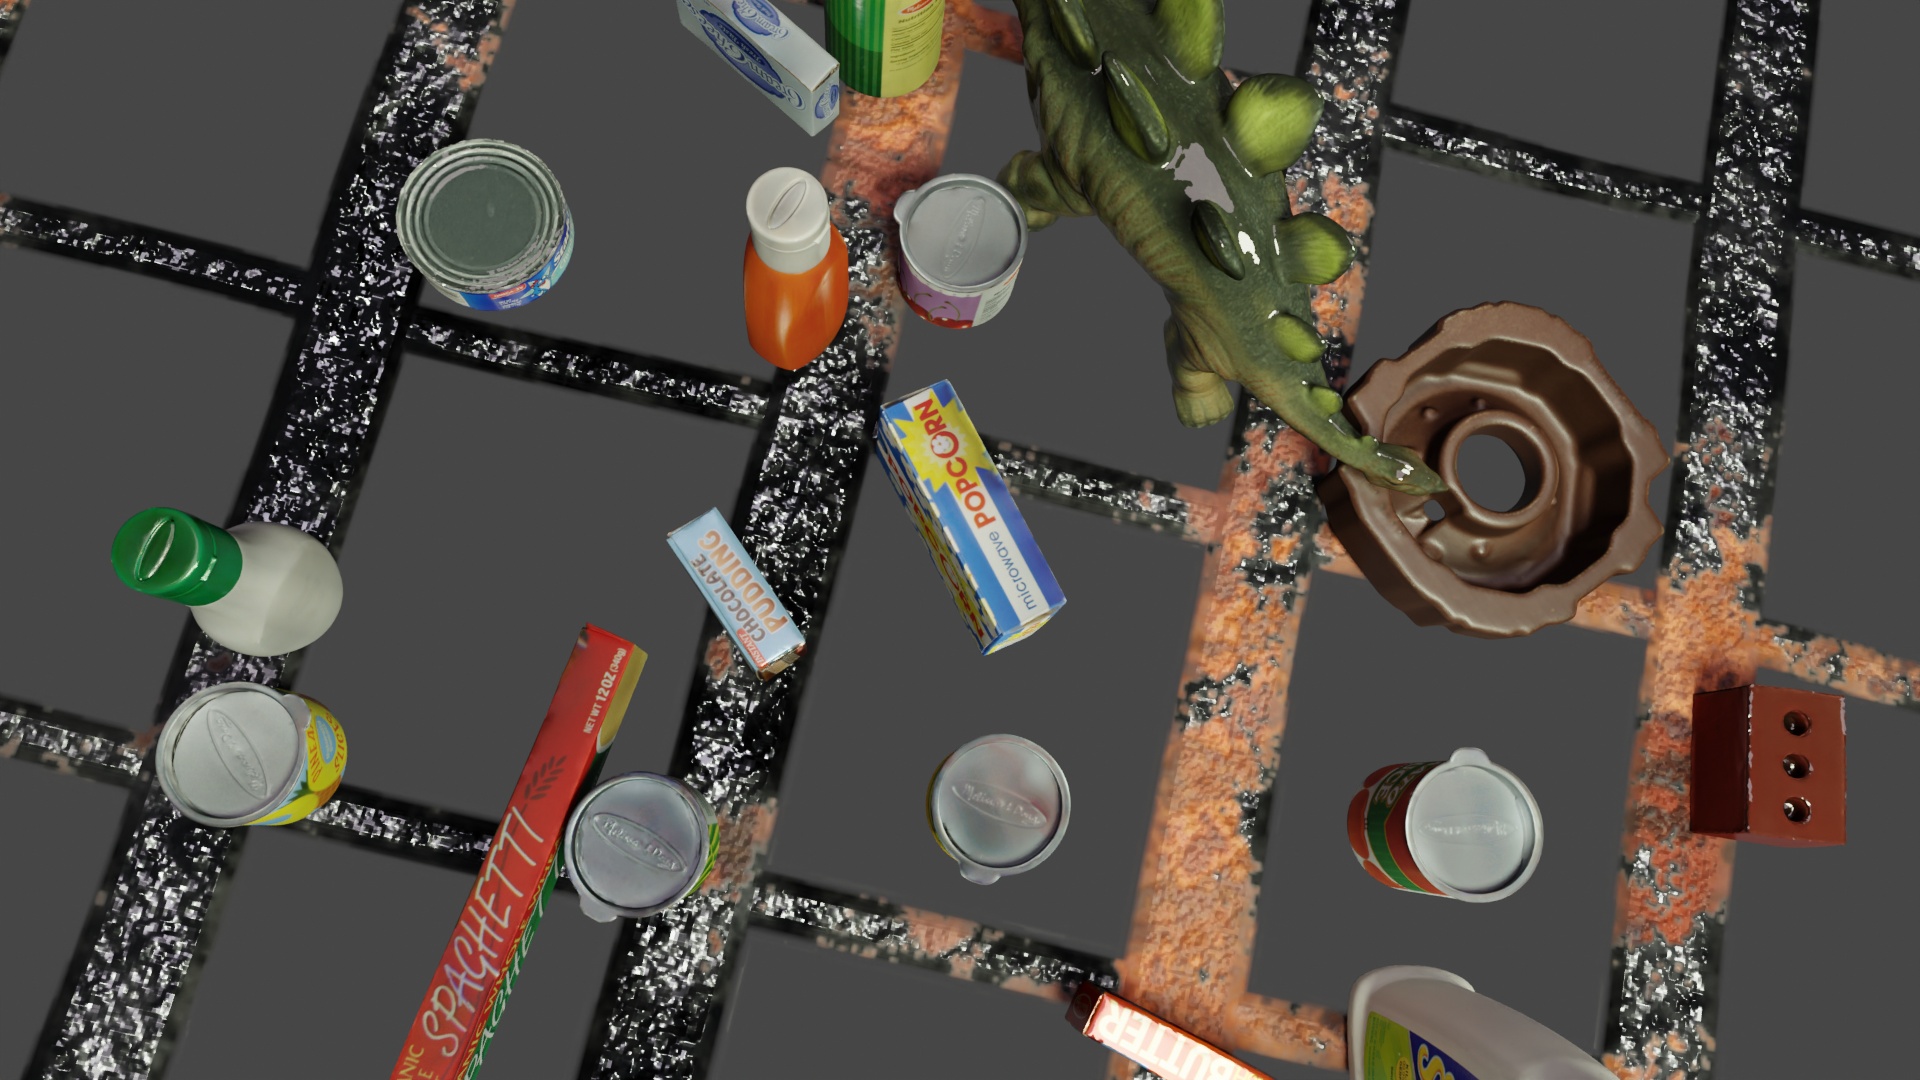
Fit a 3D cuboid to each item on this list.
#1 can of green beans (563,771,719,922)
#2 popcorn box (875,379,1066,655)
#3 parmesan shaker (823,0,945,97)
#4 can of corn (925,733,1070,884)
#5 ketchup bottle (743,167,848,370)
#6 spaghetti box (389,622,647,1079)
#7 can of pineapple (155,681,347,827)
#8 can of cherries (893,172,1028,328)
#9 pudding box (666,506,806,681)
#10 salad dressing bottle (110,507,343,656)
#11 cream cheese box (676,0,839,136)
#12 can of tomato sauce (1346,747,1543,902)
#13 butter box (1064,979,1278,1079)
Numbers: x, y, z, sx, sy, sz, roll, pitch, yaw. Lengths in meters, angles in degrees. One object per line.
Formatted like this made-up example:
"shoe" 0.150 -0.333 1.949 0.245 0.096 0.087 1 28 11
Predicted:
"can of green beans" -0.151 0.145 0.667 0.071 0.057 0.071 1 79 -5
"popcorn box" 0.002 -0.009 0.697 0.038 0.085 0.127 -27 82 -9
"parmesan shaker" -0.043 -0.289 0.741 0.071 0.103 0.071 1 79 -5
"can of corn" 0.016 0.132 0.683 0.071 0.058 0.071 1 79 -5
"ketchup bottle" -0.081 -0.134 0.683 0.043 0.148 0.065 31 78 2
"spaghetti box" -0.212 0.162 0.662 0.029 0.050 0.250 20 78 -1
"can of pineapple" -0.333 0.102 0.660 0.071 0.057 0.071 1 79 -5
"can of cherries" -0.003 -0.154 0.740 0.071 0.058 0.071 1 79 -5
"pudding box" -0.112 0.028 0.698 0.030 0.049 0.084 -34 83 -10
"salad dressing bottle" -0.330 0.017 0.632 0.044 0.147 0.064 21 78 0
"cream cheese box" -0.110 -0.271 0.757 0.104 0.053 0.024 41 79 4
"can of tomato sauce" 0.236 0.140 0.687 0.071 0.083 0.071 1 79 -5
"butter box" 0.104 0.248 0.670 0.103 0.053 0.024 28 78 1
